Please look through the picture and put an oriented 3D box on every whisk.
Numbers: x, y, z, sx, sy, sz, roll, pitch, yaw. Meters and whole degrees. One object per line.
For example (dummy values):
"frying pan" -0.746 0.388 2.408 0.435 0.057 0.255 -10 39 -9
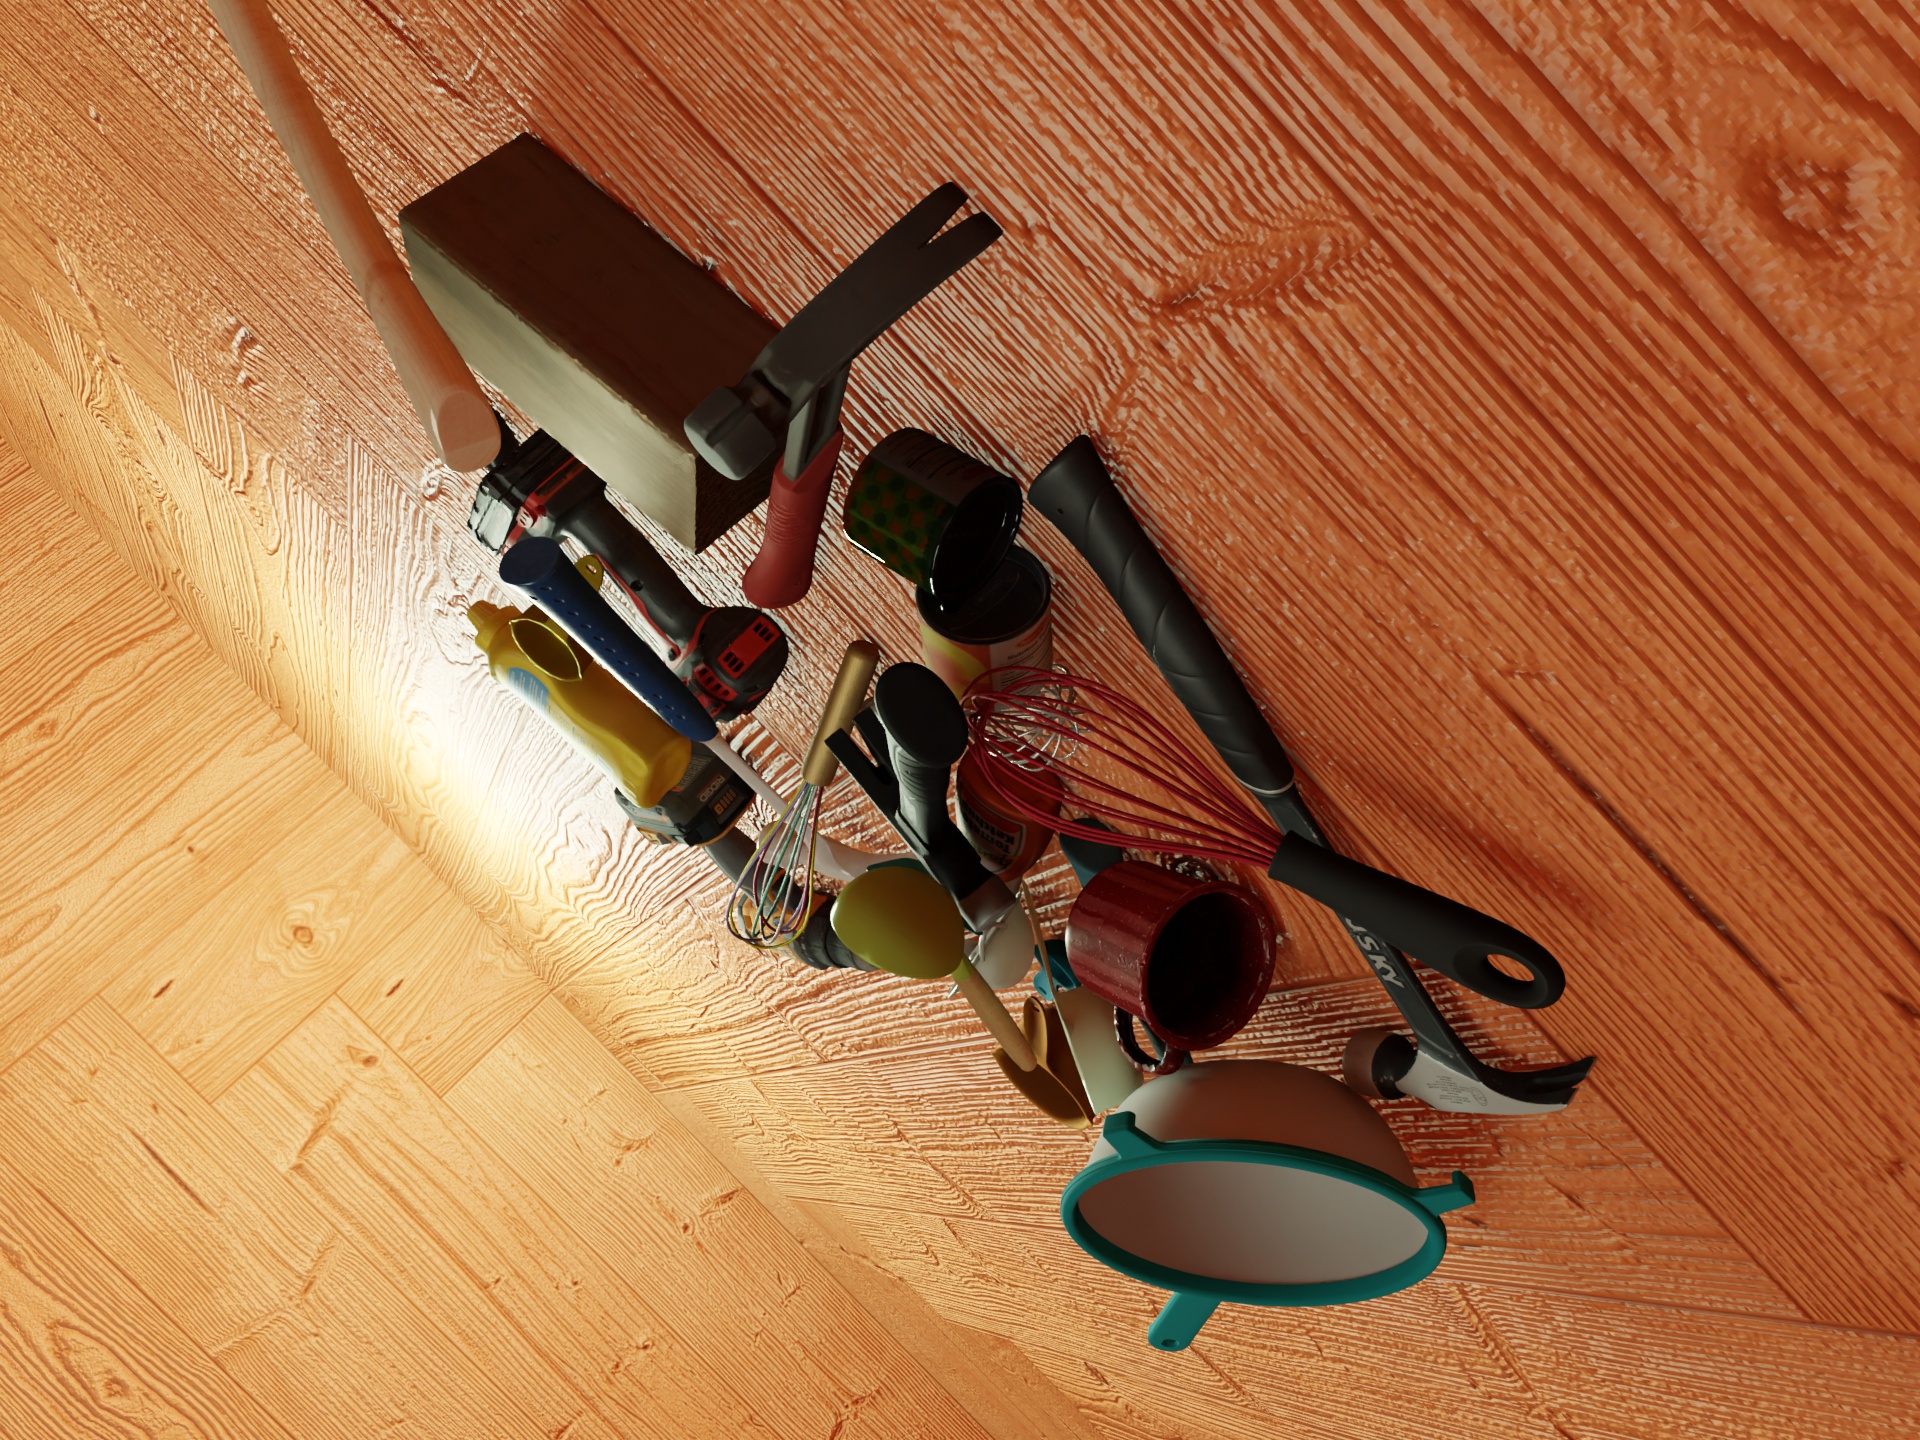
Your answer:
"whisk" 0.125 0.051 0.709 0.296 0.073 0.073 26 150 21
"whisk" -0.285 -0.109 1.166 0.070 0.070 0.284 11 134 50
"whisk" -0.095 0.054 1.020 0.047 0.051 0.244 32 120 16
"whisk" -0.001 -0.003 0.906 0.059 0.058 0.246 16 173 -27

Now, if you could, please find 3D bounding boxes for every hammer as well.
"hammer" -0.023 0.027 0.808 0.146 0.035 0.334 51 172 10
"hammer" 0.155 0.041 0.747 0.408 0.036 0.149 54 152 -19
"hammer" 0.129 0.195 0.999 0.128 0.033 0.330 39 157 56
"hammer" -0.159 0.012 1.045 0.144 0.035 0.405 11 156 31
"hammer" -0.070 -0.125 0.777 0.037 0.149 0.359 45 167 1
"hammer" -0.338 -0.298 0.823 0.411 0.038 0.146 60 159 12

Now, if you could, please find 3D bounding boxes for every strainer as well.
"strainer" 0.011 0.164 1.126 0.050 0.087 0.258 37 167 -4
"strainer" 0.160 0.290 0.958 0.211 0.095 0.340 10 143 1

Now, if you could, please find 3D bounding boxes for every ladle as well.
"ladle" -0.001 0.173 0.985 0.078 0.062 0.319 37 166 31

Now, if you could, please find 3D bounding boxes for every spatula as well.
"spatula" -0.027 0.142 1.126 0.082 0.044 0.317 29 162 4

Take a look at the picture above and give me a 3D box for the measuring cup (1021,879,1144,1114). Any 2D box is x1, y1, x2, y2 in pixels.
"measuring cup" 0.075 0.165 1.000 0.083 0.038 0.168 72 180 -52

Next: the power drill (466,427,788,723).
"power drill" -0.226 -0.084 1.089 0.226 0.080 0.188 45 156 -7

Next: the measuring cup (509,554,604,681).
"measuring cup" -0.249 -0.075 1.031 0.062 0.029 0.156 40 145 -7

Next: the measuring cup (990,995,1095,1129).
"measuring cup" 0.071 0.227 1.144 0.095 0.052 0.173 31 150 27

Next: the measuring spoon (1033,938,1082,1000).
"measuring spoon" 0.068 0.176 1.117 0.042 0.021 0.128 44 165 12

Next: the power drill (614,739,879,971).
"power drill" -0.160 0.121 1.299 0.185 0.084 0.226 8 141 52
